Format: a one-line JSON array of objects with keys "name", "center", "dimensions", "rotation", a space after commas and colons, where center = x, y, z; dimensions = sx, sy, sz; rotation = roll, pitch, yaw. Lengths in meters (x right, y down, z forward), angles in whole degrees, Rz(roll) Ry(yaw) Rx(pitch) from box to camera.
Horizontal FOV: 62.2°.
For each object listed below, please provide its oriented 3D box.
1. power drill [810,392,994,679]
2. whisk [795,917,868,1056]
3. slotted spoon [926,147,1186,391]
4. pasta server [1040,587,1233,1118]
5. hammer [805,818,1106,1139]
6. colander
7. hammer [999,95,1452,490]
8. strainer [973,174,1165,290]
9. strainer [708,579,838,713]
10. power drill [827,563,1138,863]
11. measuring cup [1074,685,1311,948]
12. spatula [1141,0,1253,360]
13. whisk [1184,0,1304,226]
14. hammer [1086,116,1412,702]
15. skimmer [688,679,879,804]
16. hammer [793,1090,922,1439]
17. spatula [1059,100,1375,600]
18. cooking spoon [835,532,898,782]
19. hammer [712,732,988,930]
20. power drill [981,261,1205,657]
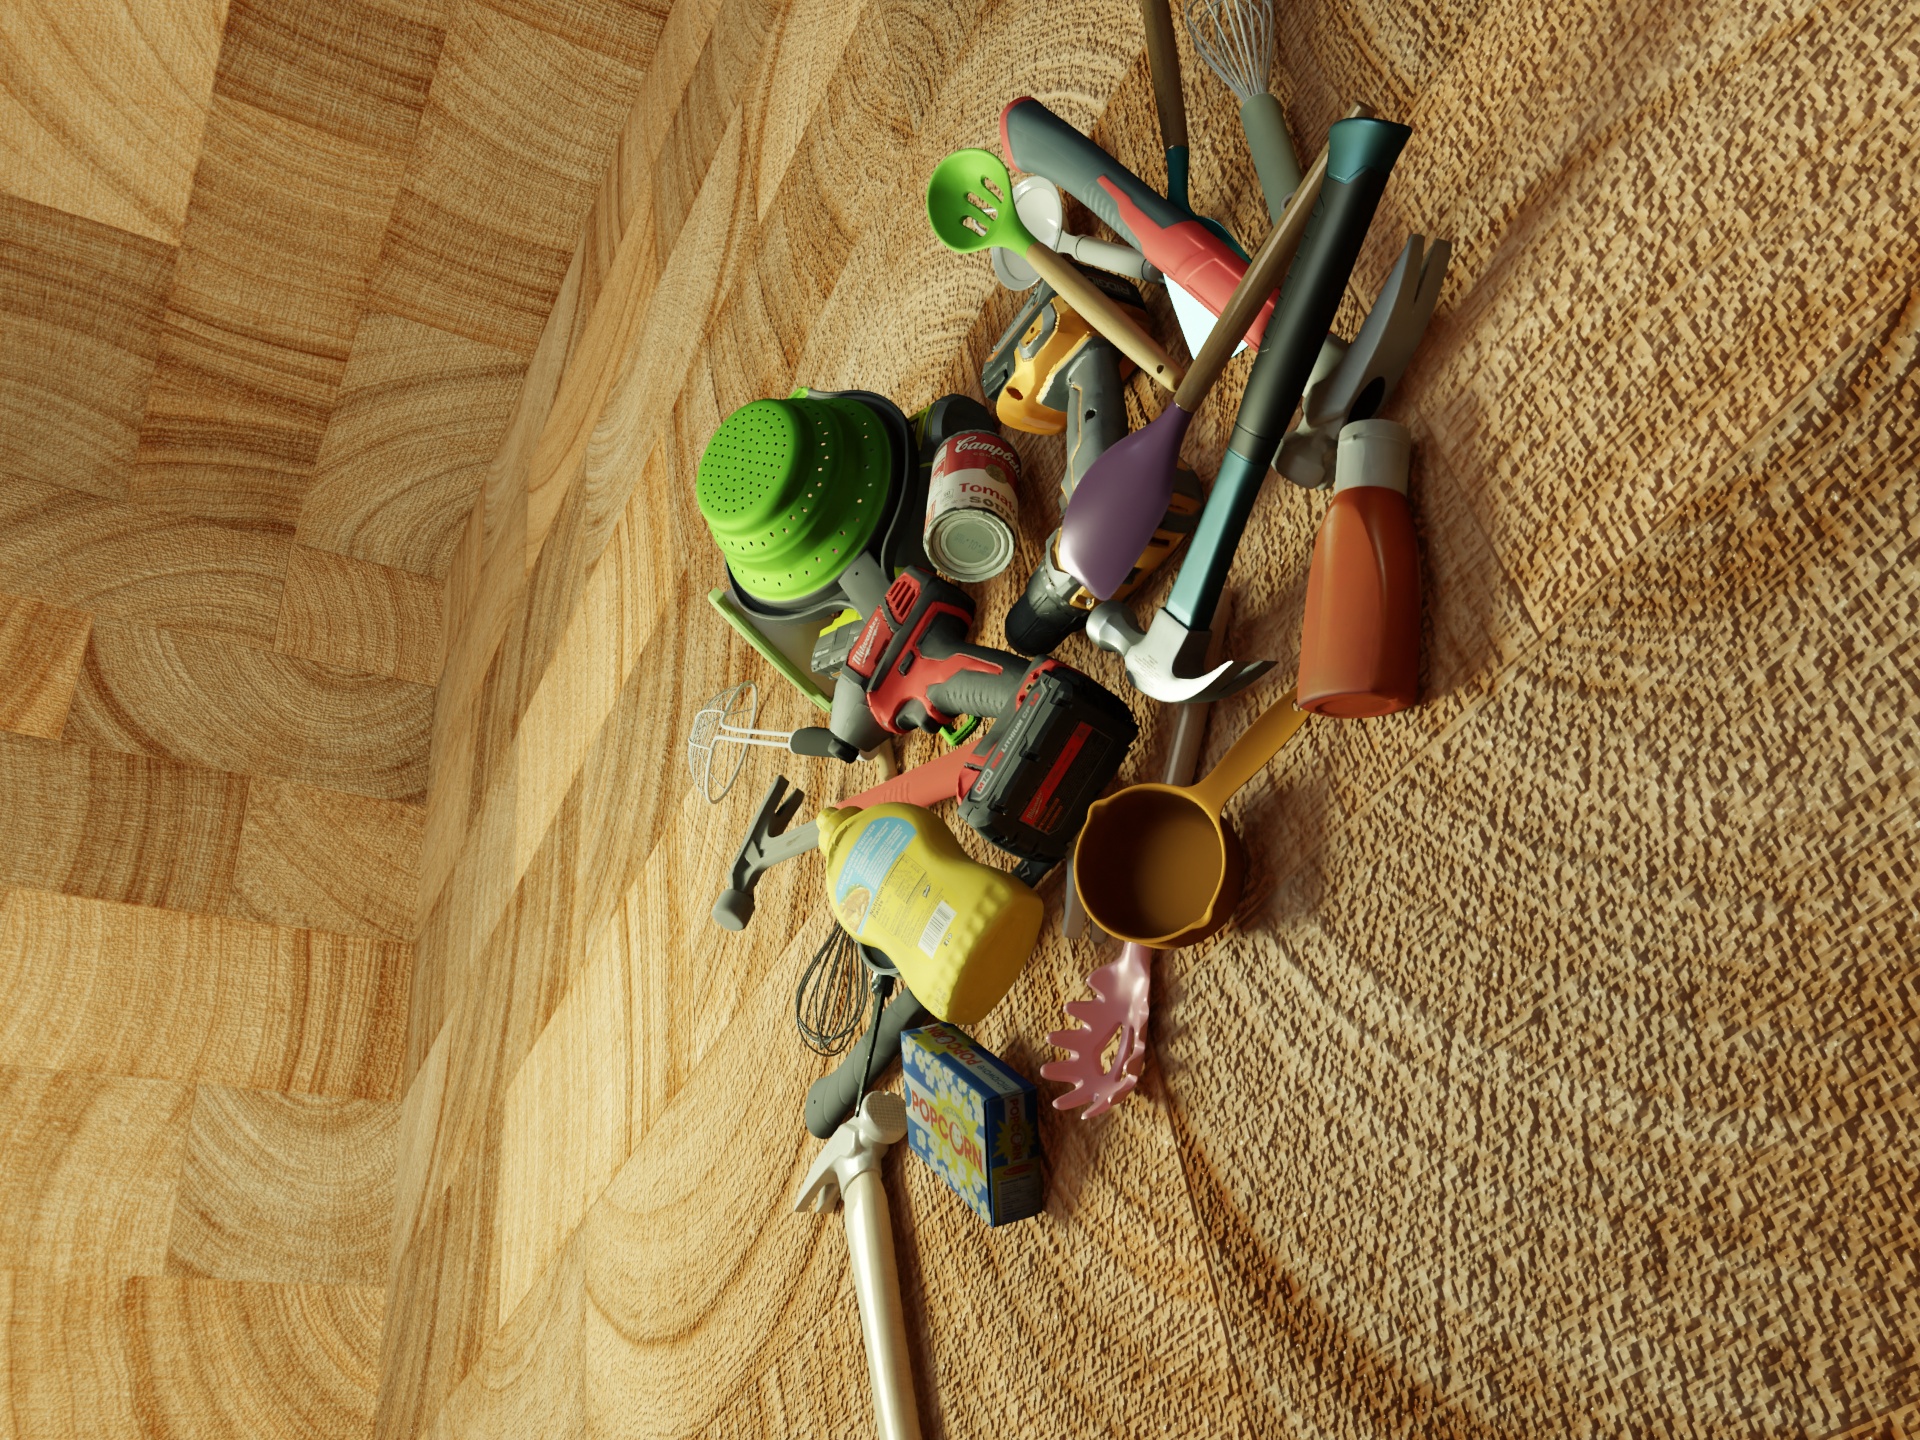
[{"name": "power drill", "center": [-0.050, -0.140, 1.301], "dimensions": [0.171, 0.080, 0.223], "rotation": [-14, 62, 60]}, {"name": "whisk", "center": [-0.087, 0.151, 1.223], "dimensions": [0.055, 0.055, 0.239], "rotation": [-50, 22, 42]}, {"name": "slotted spoon", "center": [0.060, -0.290, 1.031], "dimensions": [0.070, 0.031, 0.314], "rotation": [-59, 43, 24]}, {"name": "pasta server", "center": [0.112, 0.074, 0.924], "dimensions": [0.060, 0.040, 0.316], "rotation": [11, 86, 45]}, {"name": "hammer", "center": [-0.016, 0.187, 1.123], "dimensions": [0.408, 0.036, 0.149], "rotation": [-54, 35, 38]}, {"name": "colander", "center": [-0.102, -0.131, 1.198], "dimensions": [0.204, 0.094, 0.398], "rotation": [-46, 51, 14]}, {"name": "hammer", "center": [0.133, -0.300, 0.949], "dimensions": [0.387, 0.038, 0.143], "rotation": [55, 133, 39]}, {"name": "strainer", "center": [0.088, -0.345, 1.166], "dimensions": [0.259, 0.050, 0.087], "rotation": [42, 121, 54]}, {"name": "strainer", "center": [-0.155, -0.087, 1.470], "dimensions": [0.069, 0.151, 0.256], "rotation": [-46, 9, 0]}, {"name": "power drill", "center": [-0.002, -0.003, 1.031], "dimensions": [0.220, 0.078, 0.143], "rotation": [35, 94, 46]}, {"name": "measuring cup", "center": [0.140, 0.051, 0.869], "dimensions": [0.173, 0.052, 0.095], "rotation": [-48, 60, 6]}, {"name": "spatula", "center": [0.144, -0.382, 1.021], "dimensions": [0.082, 0.044, 0.318], "rotation": [-34, 56, 56]}, {"name": "whisk", "center": [0.185, -0.388, 0.998], "dimensions": [0.059, 0.058, 0.247], "rotation": [80, -178, -60]}, {"name": "hammer", "center": [0.158, -0.156, 0.851], "dimensions": [0.128, 0.033, 0.330], "rotation": [48, 130, 45]}, {"name": "skimmer", "center": [-0.153, 0.025, 1.448], "dimensions": [0.363, 0.090, 0.127], "rotation": [4, 72, 56]}, {"name": "hammer", "center": [-0.046, 0.459, 1.051], "dimensions": [0.146, 0.038, 0.411], "rotation": [-58, 32, 35]}, {"name": "spatula", "center": [0.137, -0.199, 0.892], "dimensions": [0.060, 0.018, 0.315], "rotation": [45, 127, 19]}, {"name": "cooking spoon", "center": [-0.088, -0.065, 1.395], "dimensions": [0.068, 0.017, 0.319], "rotation": [101, 161, -44]}, {"name": "hammer", "center": [-0.066, 0.061, 1.225], "dimensions": [0.359, 0.036, 0.149], "rotation": [-26, 33, 46]}, {"name": "power drill", "center": [0.074, -0.168, 1.071], "dimensions": [0.185, 0.084, 0.226], "rotation": [-48, 43, 47]}]
